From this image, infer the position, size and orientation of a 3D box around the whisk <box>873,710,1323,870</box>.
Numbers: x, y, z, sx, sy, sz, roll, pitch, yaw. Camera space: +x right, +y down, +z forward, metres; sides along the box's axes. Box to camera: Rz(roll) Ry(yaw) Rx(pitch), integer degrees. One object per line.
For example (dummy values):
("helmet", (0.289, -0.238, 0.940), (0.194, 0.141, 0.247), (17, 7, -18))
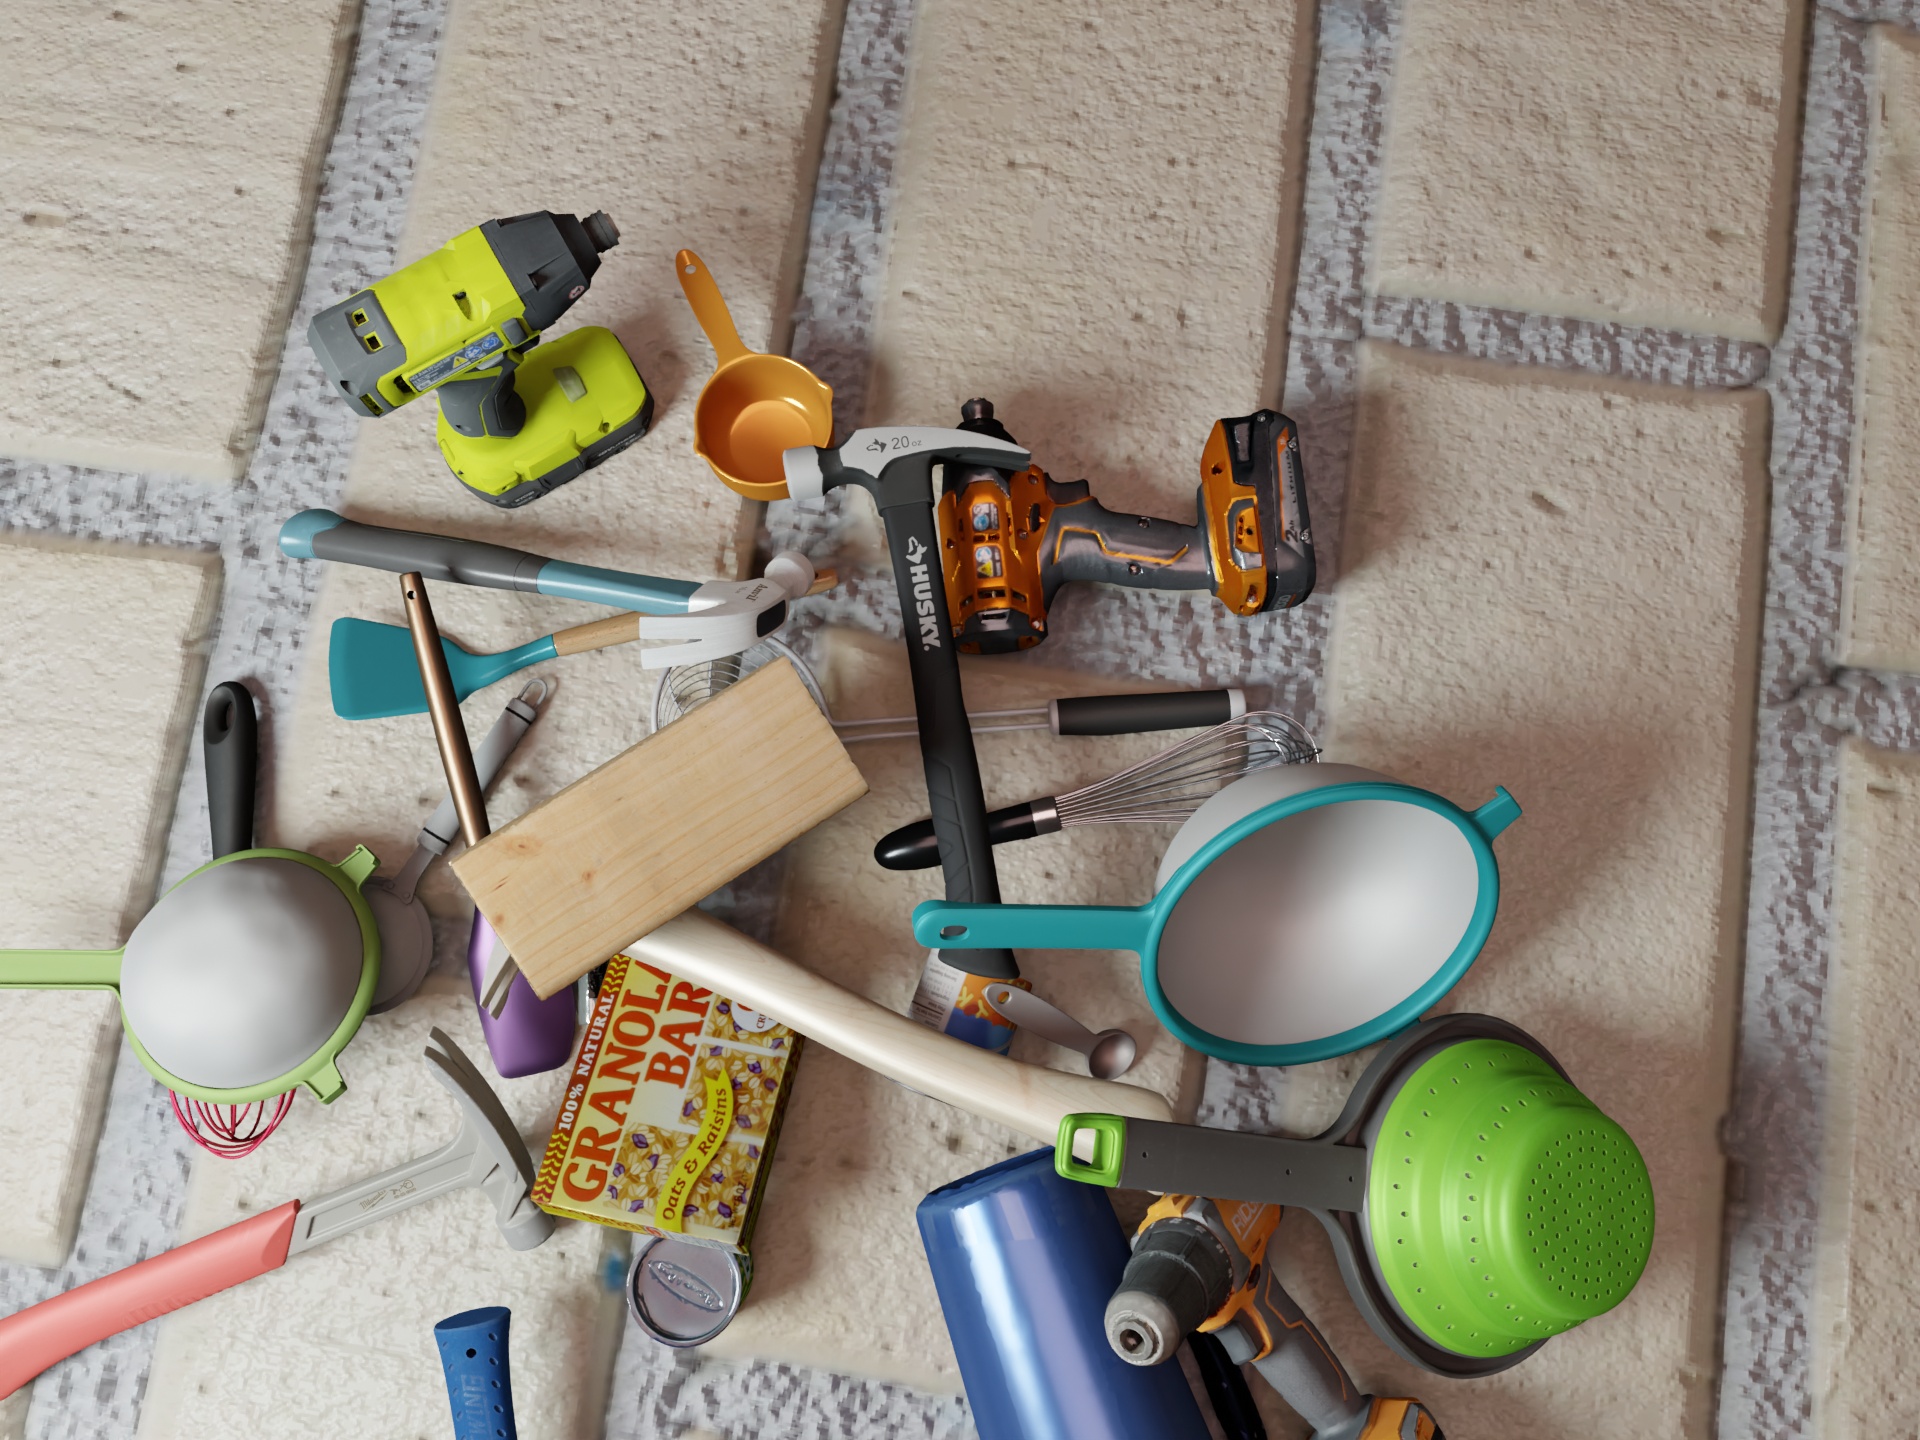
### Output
("whisk", (0.084, 0.051, 0.984), (0.284, 0.070, 0.070), (-14, 81, 3))

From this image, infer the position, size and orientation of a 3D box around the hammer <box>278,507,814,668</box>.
("hammer", (-0.266, -0.092, 0.984), (0.331, 0.128, 0.033), (10, 120, 13))

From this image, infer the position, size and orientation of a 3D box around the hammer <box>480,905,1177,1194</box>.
("hammer", (-0.074, 0.177, 0.906), (0.411, 0.038, 0.146), (22, 67, 14))

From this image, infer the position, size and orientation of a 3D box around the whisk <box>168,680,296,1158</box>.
("whisk", (-0.444, 0.116, 0.973), (0.073, 0.073, 0.296), (-8, 74, -2))

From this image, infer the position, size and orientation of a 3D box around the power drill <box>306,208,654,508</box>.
("power drill", (-0.262, -0.214, 0.942), (0.171, 0.223, 0.080), (-30, 82, -5))

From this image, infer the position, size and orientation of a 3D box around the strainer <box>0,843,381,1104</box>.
("strainer", (-0.466, 0.136, 0.900), (0.256, 0.069, 0.152), (1, 68, 0))

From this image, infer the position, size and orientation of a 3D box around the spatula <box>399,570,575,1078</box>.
("spatula", (-0.293, 0.064, 0.968), (0.060, 0.018, 0.316), (-14, 96, -3))

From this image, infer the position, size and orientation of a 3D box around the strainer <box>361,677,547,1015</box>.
("strainer", (-0.334, 0.081, 0.987), (0.087, 0.050, 0.258), (30, 78, 8))

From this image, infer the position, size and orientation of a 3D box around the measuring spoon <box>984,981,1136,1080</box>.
("measuring spoon", (0.057, 0.181, 0.952), (0.124, 0.018, 0.034), (33, 94, -31))

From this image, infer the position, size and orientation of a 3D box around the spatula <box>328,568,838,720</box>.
("spatula", (-0.233, -0.059, 1.007), (0.317, 0.044, 0.082), (-14, 55, -4))

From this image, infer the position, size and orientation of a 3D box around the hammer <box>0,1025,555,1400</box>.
("hammer", (-0.430, 0.306, 0.928), (0.359, 0.037, 0.149), (-22, 113, 0))

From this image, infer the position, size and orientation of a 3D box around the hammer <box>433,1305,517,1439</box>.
("hammer", (-0.252, 0.538, 0.890), (0.144, 0.035, 0.405), (-9, 88, -1))

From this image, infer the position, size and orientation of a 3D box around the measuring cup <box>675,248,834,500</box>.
("measuring cup", (-0.142, -0.222, 1.032), (0.095, 0.052, 0.174), (-25, 80, -4))

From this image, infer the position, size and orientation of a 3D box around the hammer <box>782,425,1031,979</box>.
("hammer", (-0.007, -0.013, 0.936), (0.146, 0.035, 0.335), (-10, 81, -2))

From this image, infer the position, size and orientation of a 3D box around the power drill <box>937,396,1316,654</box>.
("power drill", (0.098, -0.134, 1.004), (0.226, 0.084, 0.164), (-6, 80, 3))

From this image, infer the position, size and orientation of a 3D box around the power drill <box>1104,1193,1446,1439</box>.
("power drill", (0.170, 0.363, 0.872), (0.084, 0.185, 0.226), (-35, 83, 28))

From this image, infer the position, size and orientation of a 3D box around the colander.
("colander", (0.241, 0.251, 0.852), (0.396, 0.094, 0.204), (13, 77, -24))

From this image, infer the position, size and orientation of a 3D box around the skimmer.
("skimmer", (-0.002, -0.003, 0.975), (0.363, 0.090, 0.127), (-4, 78, -1))

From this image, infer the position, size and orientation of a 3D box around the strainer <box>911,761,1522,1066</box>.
("strainer", (0.135, 0.095, 0.921), (0.340, 0.095, 0.210), (2, 124, -12))
